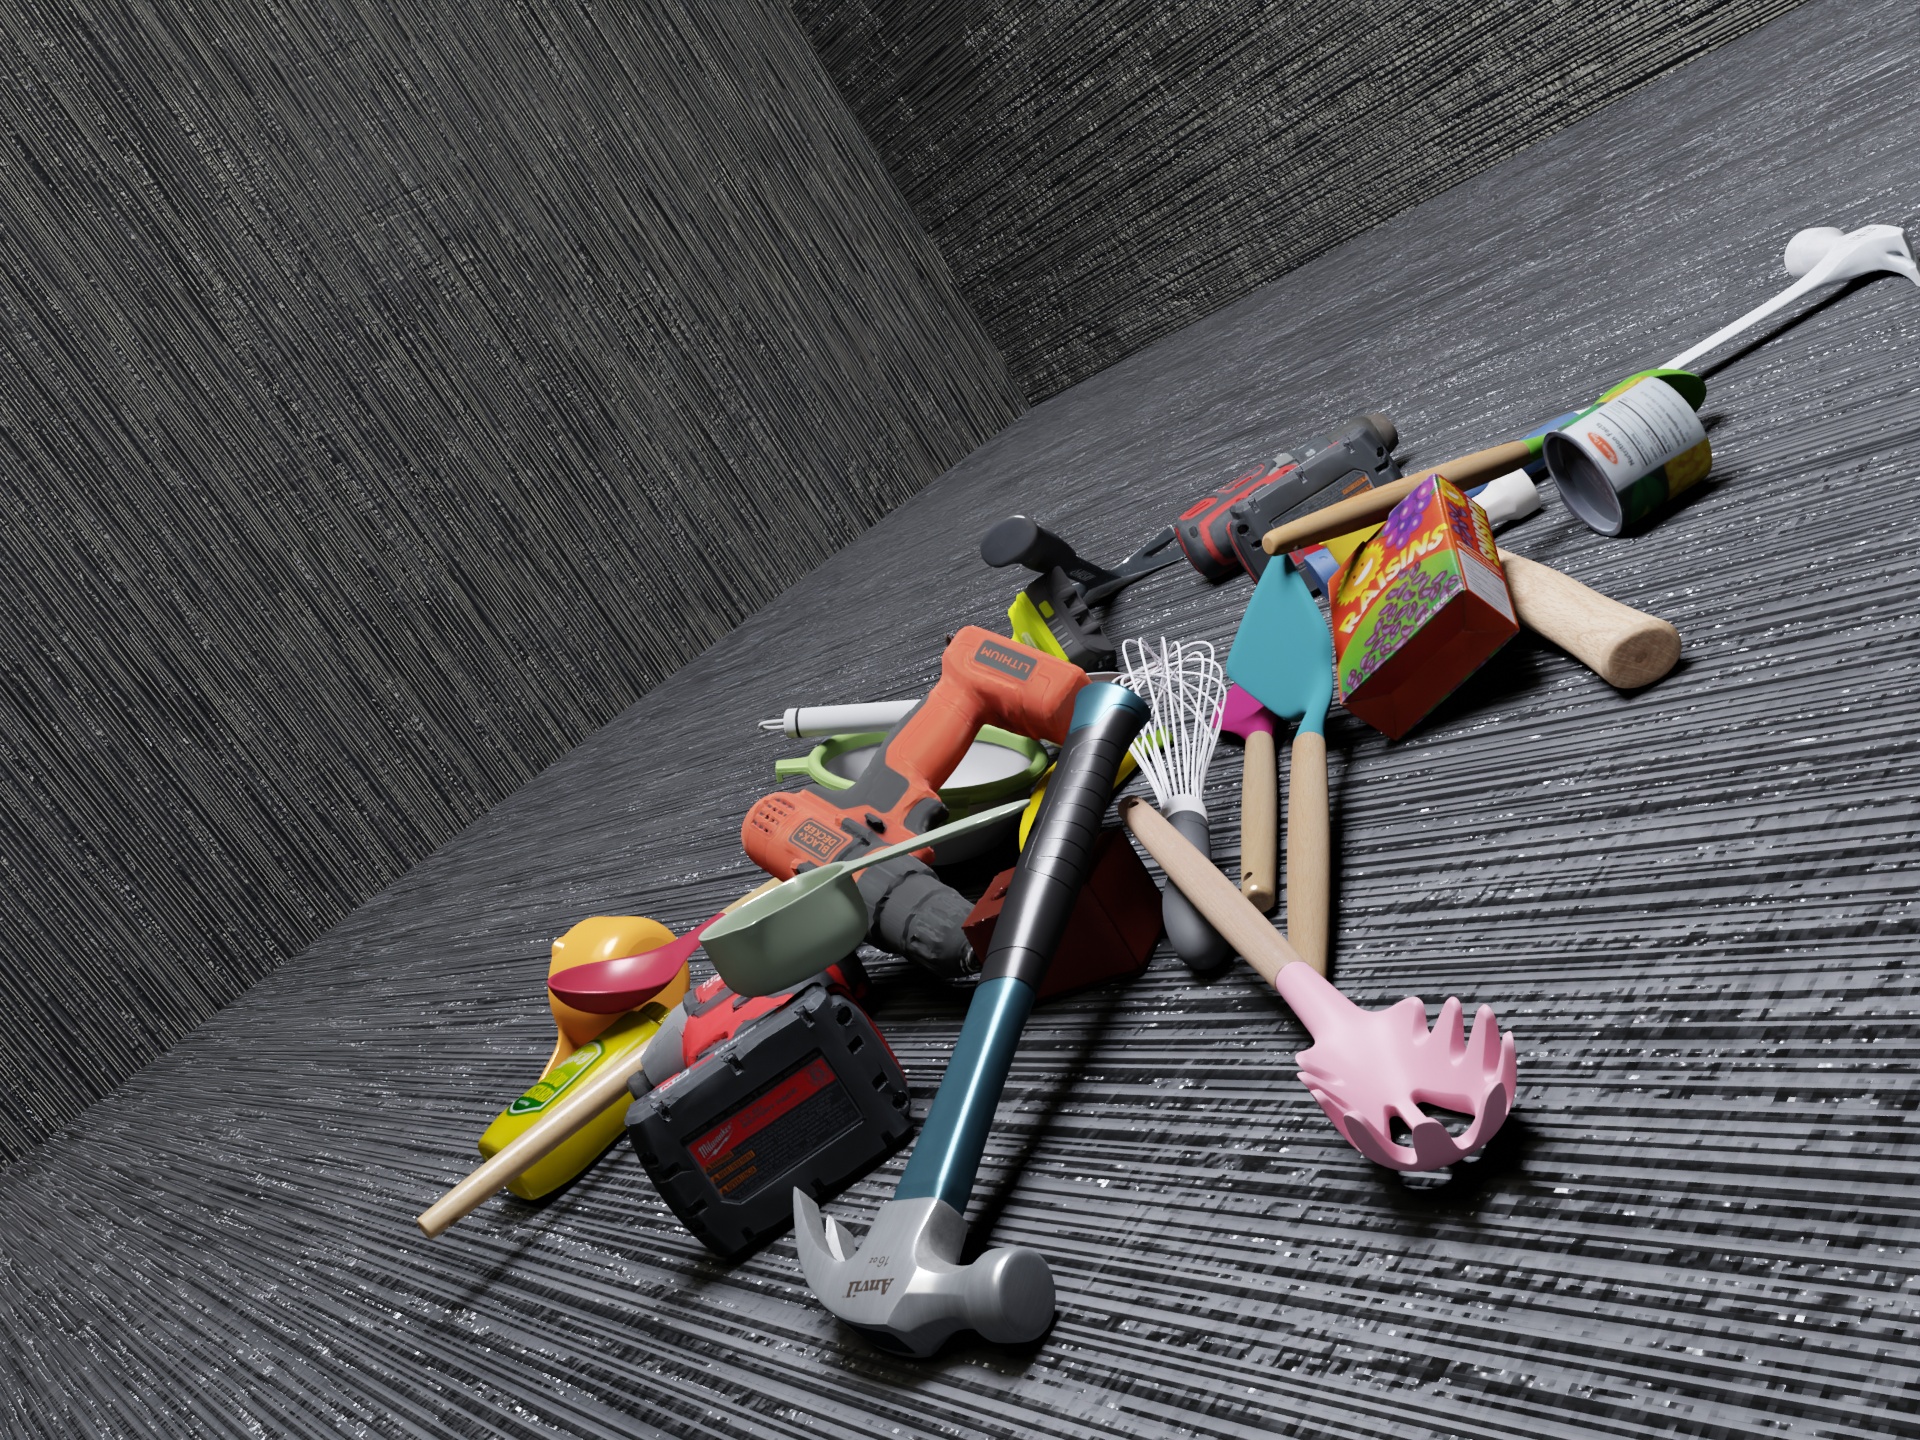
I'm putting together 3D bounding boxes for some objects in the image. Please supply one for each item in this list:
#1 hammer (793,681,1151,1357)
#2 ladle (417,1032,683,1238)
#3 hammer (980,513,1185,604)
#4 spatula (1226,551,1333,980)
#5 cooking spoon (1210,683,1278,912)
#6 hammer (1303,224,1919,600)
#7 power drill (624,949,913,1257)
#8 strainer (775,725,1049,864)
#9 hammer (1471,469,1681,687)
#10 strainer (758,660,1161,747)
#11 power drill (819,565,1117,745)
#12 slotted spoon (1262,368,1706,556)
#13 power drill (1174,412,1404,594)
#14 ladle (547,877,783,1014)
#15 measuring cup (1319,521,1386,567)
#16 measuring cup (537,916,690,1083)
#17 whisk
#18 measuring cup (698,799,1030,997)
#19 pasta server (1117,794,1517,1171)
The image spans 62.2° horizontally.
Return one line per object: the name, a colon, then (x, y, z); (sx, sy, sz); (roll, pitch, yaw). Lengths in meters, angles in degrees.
hammer: (0.024, 0.102, 0.658); (0.128, 0.033, 0.331); (-22, 31, 39)
ladle: (-0.177, 0.177, 0.909); (0.320, 0.062, 0.078); (-36, -26, -35)
hammer: (0.086, -0.125, 1.253); (0.149, 0.036, 0.409); (-26, -6, 13)
spatula: (0.150, 0.023, 0.735); (0.318, 0.044, 0.082); (-70, -1, -58)
cooking spoon: (0.158, 0.022, 0.837); (0.068, 0.017, 0.319); (-38, 10, 21)
hammer: (0.405, -0.195, 1.010); (0.405, 0.035, 0.144); (-31, 12, 7)
power drill: (-0.105, 0.171, 0.794); (0.143, 0.078, 0.220); (-33, 9, -6)
strainer: (0.012, 0.040, 1.038); (0.151, 0.069, 0.256); (11, 19, 36)
hammer: (0.289, -0.070, 0.834); (0.130, 0.031, 0.331); (-31, 13, 9)
strainer: (-0.002, -0.003, 0.992); (0.258, 0.050, 0.086); (-4, -11, 11)
power drill: (0.001, -0.016, 1.162); (0.223, 0.080, 0.171); (-33, -6, 3)
slotted spoon: (0.294, -0.143, 0.886); (0.313, 0.031, 0.070); (-21, -23, -23)
power drill: (0.262, -0.167, 1.174); (0.188, 0.080, 0.227); (-32, 10, 3)
ladle: (-0.138, 0.121, 1.044); (0.069, 0.031, 0.315); (6, 22, 37)
measuring cup: (0.249, -0.115, 0.985); (0.062, 0.029, 0.156); (-32, 3, 8)
measuring cup: (-0.229, 0.202, 1.008); (0.052, 0.095, 0.174); (-9, 44, 33)
whisk: (0.108, 0.032, 0.793); (0.070, 0.070, 0.285); (-29, 23, 17)
measuring cup: (-0.038, 0.081, 0.724); (0.167, 0.038, 0.083); (-23, 5, 13)
pasta server: (0.112, 0.079, 0.598); (0.060, 0.040, 0.316); (-25, 21, -5)
